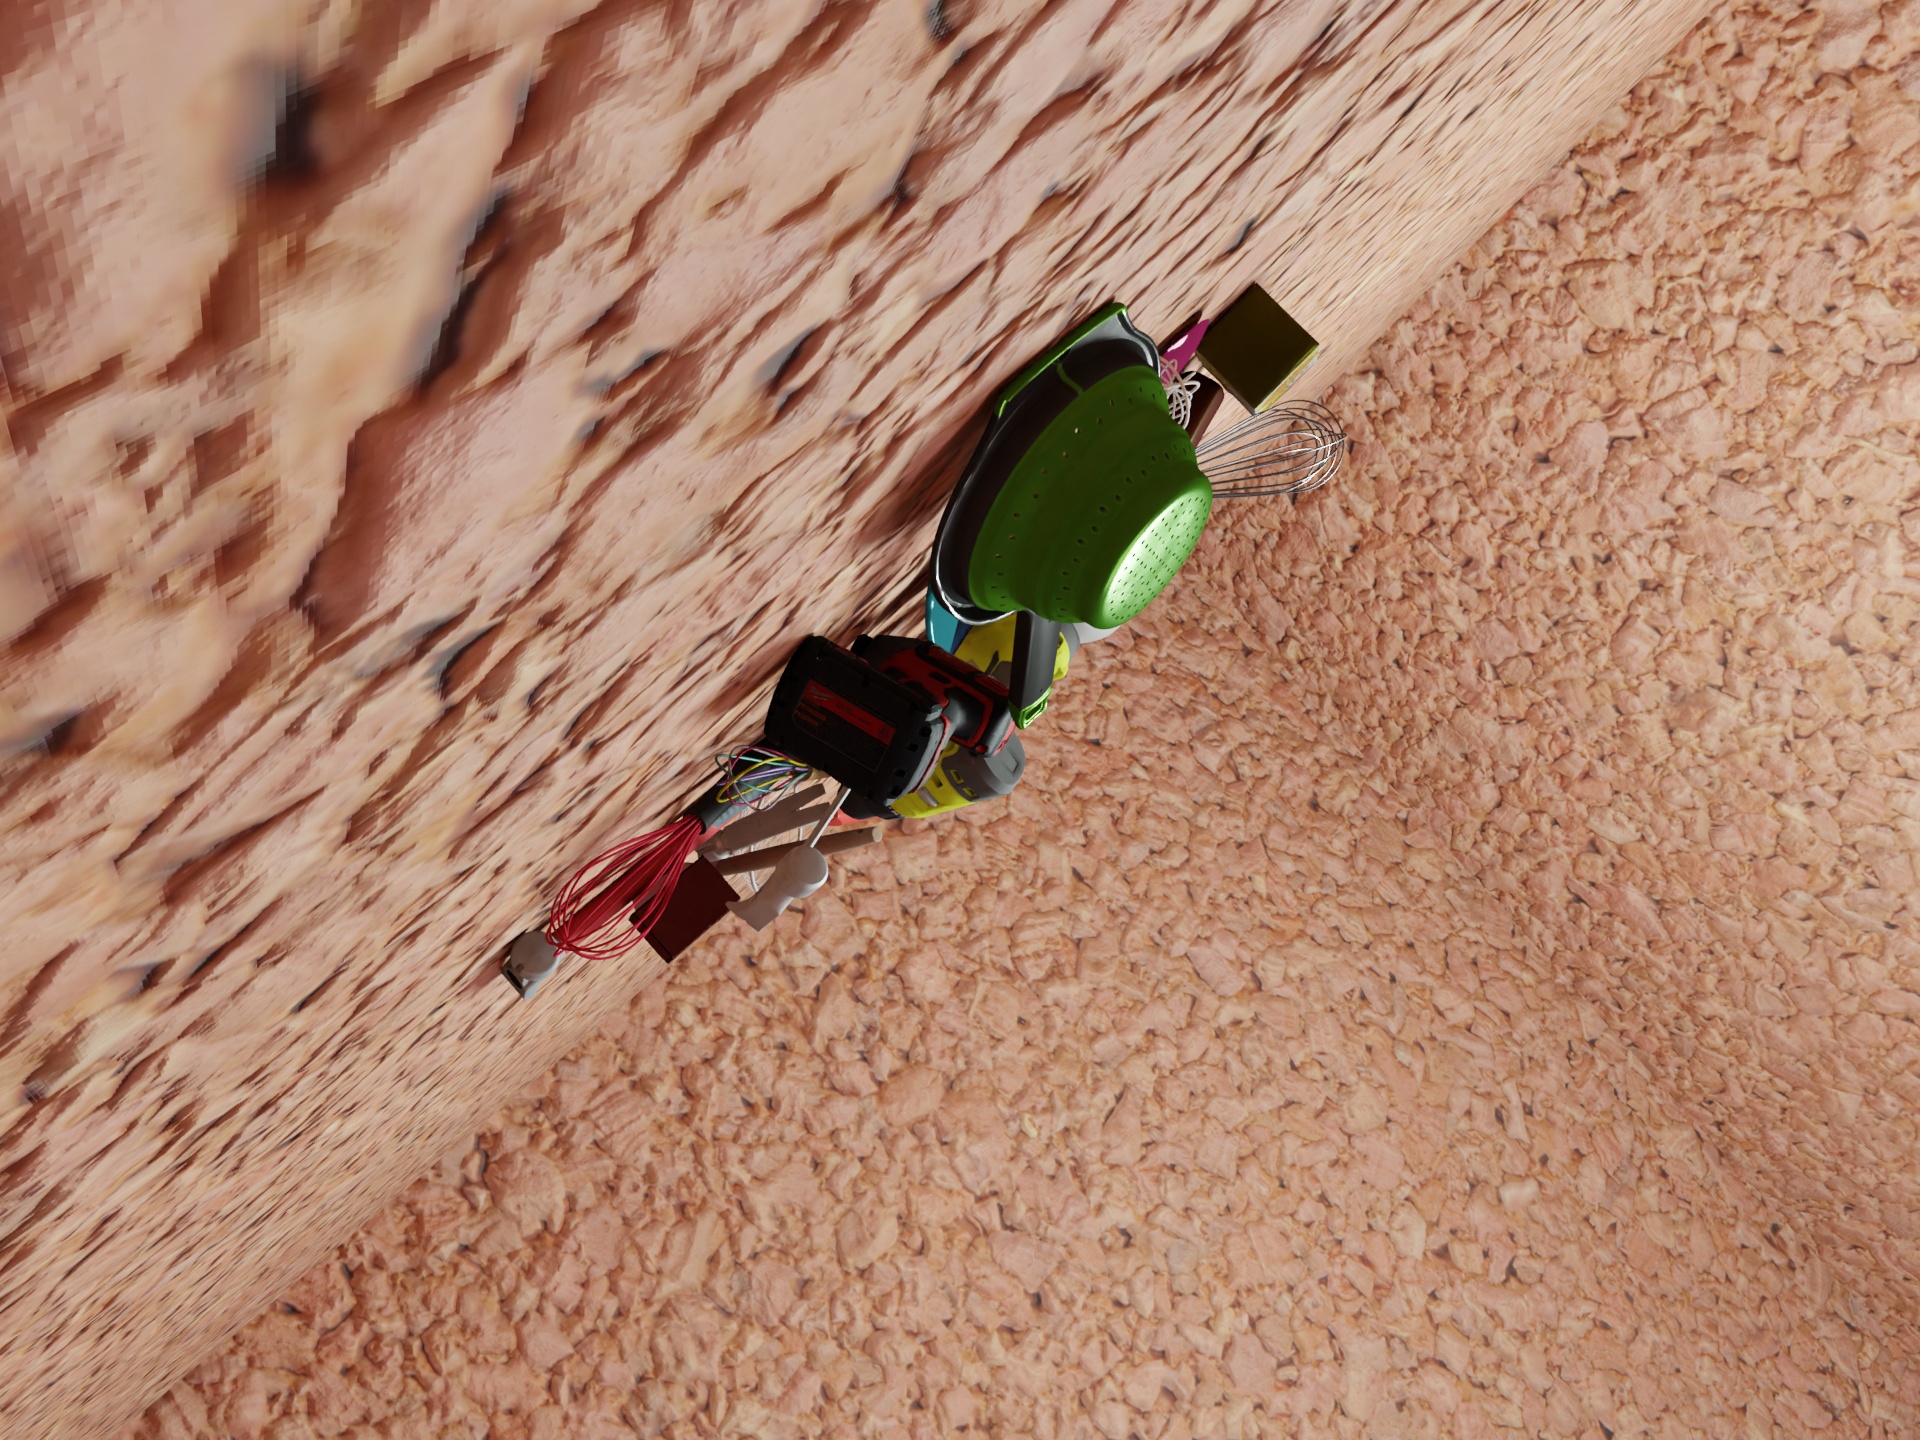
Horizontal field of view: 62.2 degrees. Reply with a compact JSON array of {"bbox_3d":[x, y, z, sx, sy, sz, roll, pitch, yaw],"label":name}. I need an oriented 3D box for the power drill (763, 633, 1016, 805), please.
[{"bbox_3d":[-0.048,-0.015,1.162,0.078,0.143,0.219,-63,167,16],"label":"power drill"}]

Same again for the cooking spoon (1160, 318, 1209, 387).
[{"bbox_3d":[0.158,-0.263,1.310,0.069,0.017,0.319,-41,178,-5],"label":"cooking spoon"}]

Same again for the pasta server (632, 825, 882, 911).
[{"bbox_3d":[-0.183,0.128,1.375,0.316,0.040,0.060,-15,-138,38],"label":"pasta server"}]

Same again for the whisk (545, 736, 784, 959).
[{"bbox_3d":[-0.219,0.091,1.245,0.073,0.073,0.296,-44,-177,44],"label":"whisk"}]

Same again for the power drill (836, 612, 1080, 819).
[{"bbox_3d":[-0.002,-0.004,1.395,0.190,0.080,0.229,-18,-149,41],"label":"power drill"}]

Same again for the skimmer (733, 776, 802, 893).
[{"bbox_3d":[-0.092,0.042,1.671,0.363,0.090,0.127,-38,149,-9],"label":"skimmer"}]

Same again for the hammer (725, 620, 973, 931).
[{"bbox_3d":[-0.066,0.011,1.304,0.144,0.035,0.406,-41,-167,50],"label":"hammer"}]

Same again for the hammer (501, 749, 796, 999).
[{"bbox_3d":[-0.231,0.099,1.372,0.386,0.038,0.143,-41,179,-25],"label":"hammer"}]

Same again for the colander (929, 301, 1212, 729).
[{"bbox_3d":[0.082,-0.082,1.022,0.204,0.094,0.396,-42,159,-22],"label":"colander"}]

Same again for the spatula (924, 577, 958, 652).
[{"bbox_3d":[0.016,-0.128,1.169,0.317,0.044,0.082,128,-20,-64],"label":"spatula"}]

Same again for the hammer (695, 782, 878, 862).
[{"bbox_3d":[-0.103,0.087,1.575,0.149,0.037,0.359,-23,172,26],"label":"hammer"}]

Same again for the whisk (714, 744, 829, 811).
[{"bbox_3d":[-0.142,0.042,1.301,0.047,0.051,0.245,-68,166,7],"label":"whisk"}]

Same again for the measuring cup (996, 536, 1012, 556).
[{"bbox_3d":[0.043,-0.120,1.235,0.062,0.029,0.156,-3,170,-21],"label":"measuring cup"}]

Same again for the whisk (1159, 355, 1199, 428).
[{"bbox_3d":[0.125,-0.221,1.234,0.058,0.059,0.246,-26,178,-16],"label":"whisk"}]

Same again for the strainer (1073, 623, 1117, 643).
[{"bbox_3d":[0.094,-0.113,1.548,0.256,0.151,0.069,-126,-138,-84],"label":"strainer"}]

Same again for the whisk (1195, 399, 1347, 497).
[{"bbox_3d":[0.151,-0.178,1.207,0.284,0.070,0.070,-13,-175,15],"label":"whisk"}]
